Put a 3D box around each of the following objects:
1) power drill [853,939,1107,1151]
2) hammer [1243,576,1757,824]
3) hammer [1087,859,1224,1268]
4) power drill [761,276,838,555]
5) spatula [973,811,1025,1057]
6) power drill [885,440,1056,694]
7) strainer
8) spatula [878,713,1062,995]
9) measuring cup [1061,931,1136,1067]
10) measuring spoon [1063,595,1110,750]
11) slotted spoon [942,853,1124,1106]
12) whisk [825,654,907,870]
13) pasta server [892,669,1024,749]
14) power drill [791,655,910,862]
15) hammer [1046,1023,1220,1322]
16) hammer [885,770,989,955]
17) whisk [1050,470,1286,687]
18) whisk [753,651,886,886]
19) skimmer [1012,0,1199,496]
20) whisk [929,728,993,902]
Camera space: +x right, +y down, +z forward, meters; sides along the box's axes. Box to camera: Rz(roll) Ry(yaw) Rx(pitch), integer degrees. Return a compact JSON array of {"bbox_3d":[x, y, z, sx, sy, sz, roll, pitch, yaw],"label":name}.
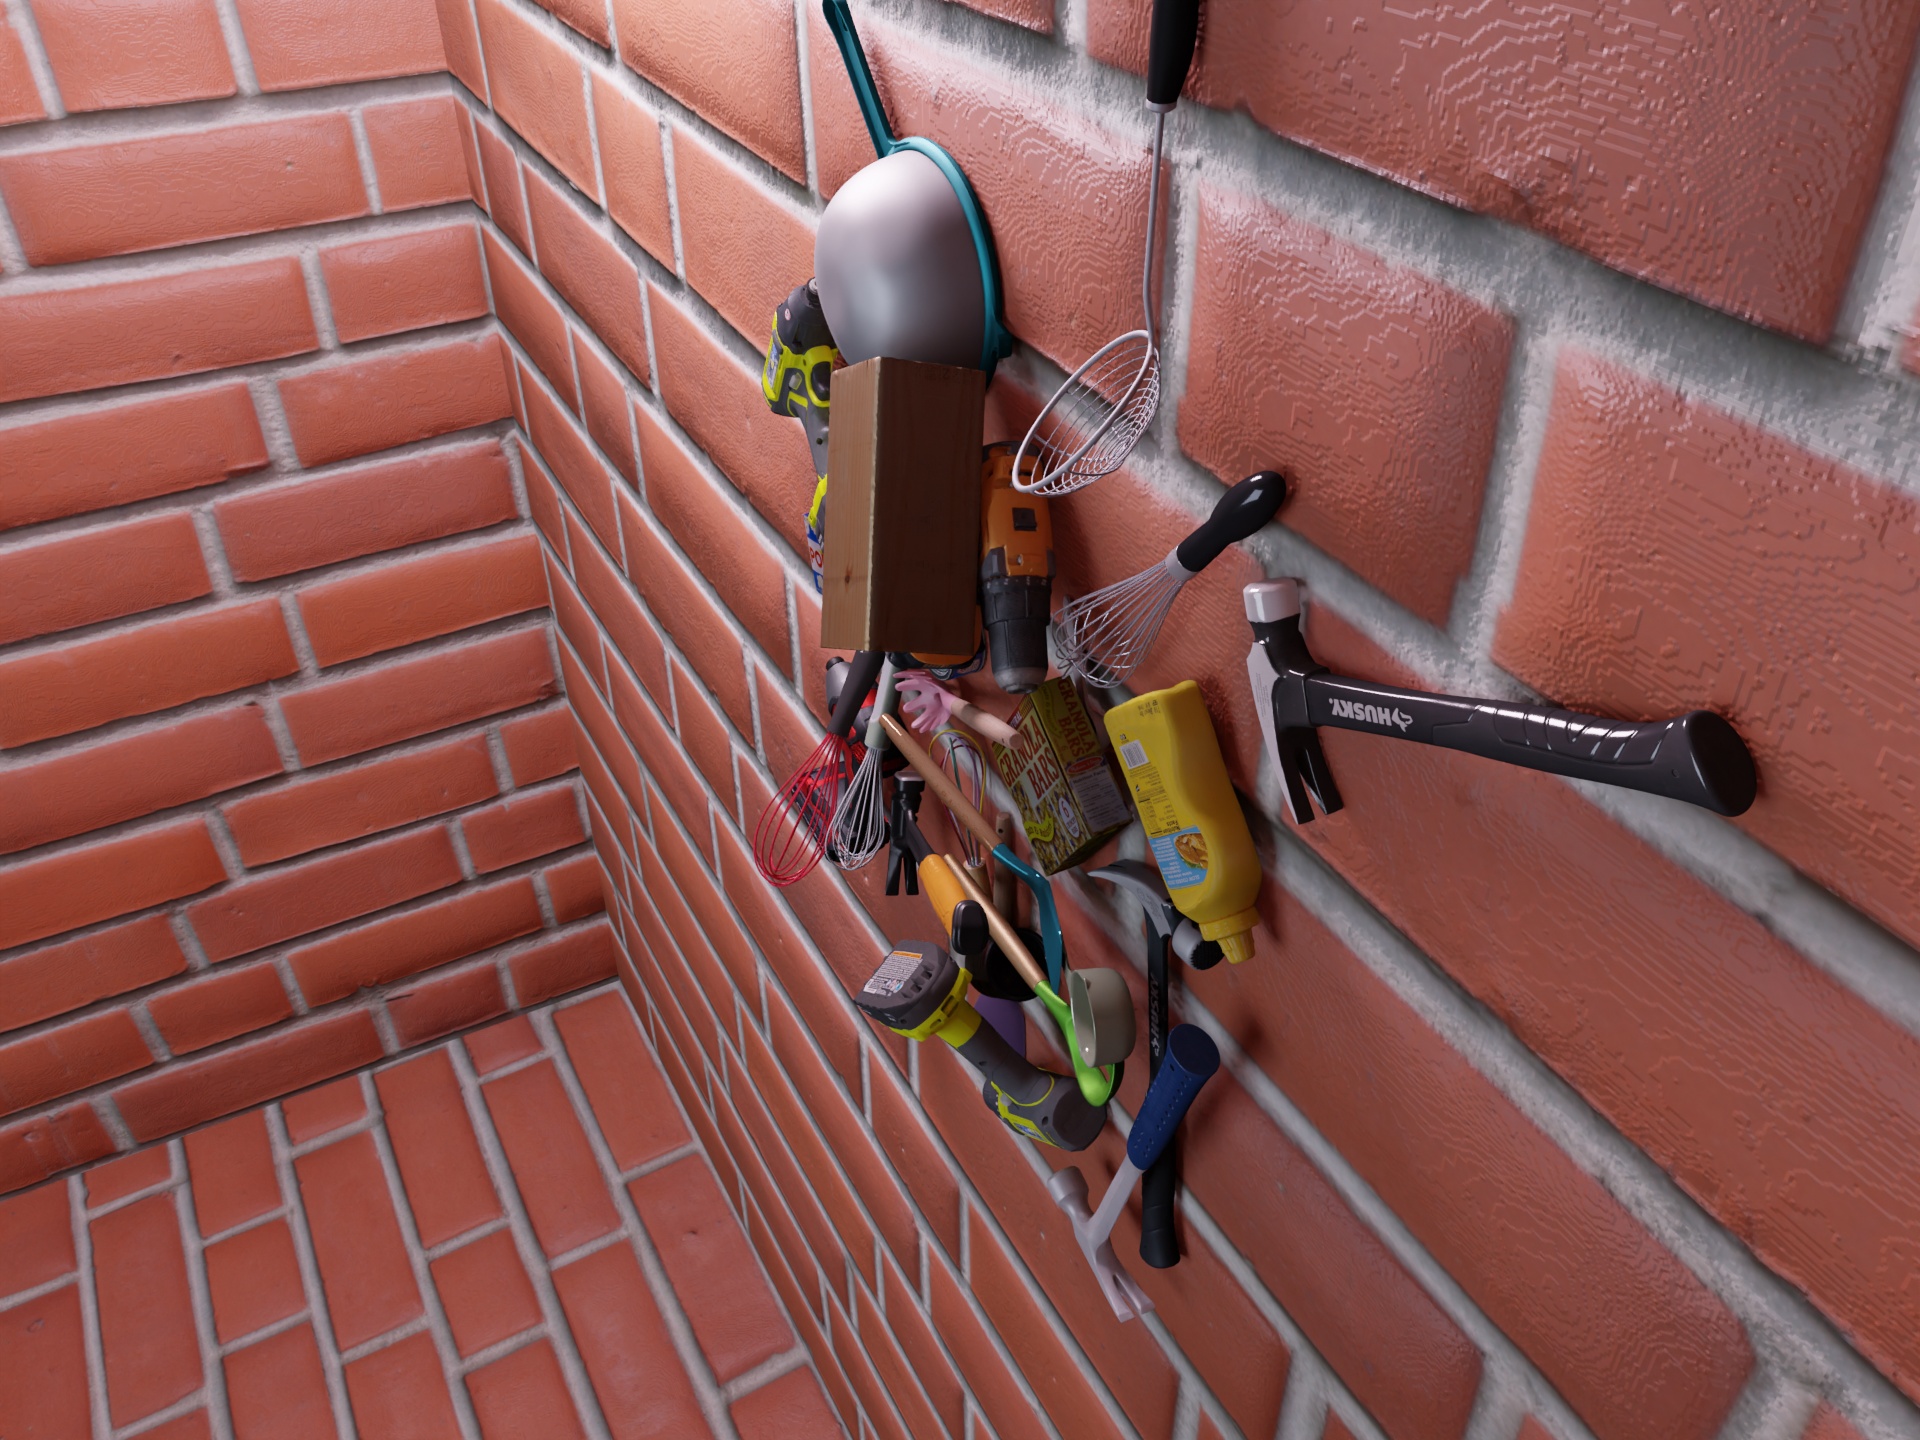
[{"bbox_3d":[0.014,0.307,1.484,0.228,0.080,0.190,44,161,-13],"label":"power drill"},{"bbox_3d":[0.263,0.007,0.831,0.335,0.035,0.146,17,121,63],"label":"hammer"},{"bbox_3d":[0.157,0.294,1.291,0.149,0.036,0.408,44,145,51],"label":"hammer"},{"bbox_3d":[-0.118,-0.278,1.456,0.171,0.080,0.223,120,131,-61],"label":"power drill"},{"bbox_3d":[0.038,0.218,1.521,0.060,0.018,0.315,15,126,22],"label":"spatula"},{"bbox_3d":[0.009,-0.096,1.246,0.226,0.084,0.185,152,115,-65],"label":"power drill"},{"bbox_3d":[-0.077,-0.399,1.241,0.211,0.095,0.340,-18,91,68],"label":"strainer"},{"bbox_3d":[0.009,0.099,1.382,0.318,0.044,0.082,48,153,33],"label":"spatula"},{"bbox_3d":[0.105,0.205,1.274,0.168,0.038,0.083,-106,13,-55],"label":"measuring cup"},{"bbox_3d":[0.098,-0.036,1.218,0.034,0.018,0.124,166,93,-76],"label":"measuring spoon"},{"bbox_3d":[0.059,0.212,1.378,0.314,0.031,0.070,50,132,45],"label":"slotted spoon"},{"bbox_3d":[-0.084,0.032,1.552,0.058,0.059,0.246,35,114,61],"label":"whisk"},{"bbox_3d":[-0.002,-0.004,1.358,0.316,0.040,0.060,-148,38,-74],"label":"pasta server"},{"bbox_3d":[-0.116,0.040,1.691,0.143,0.078,0.219,58,151,28],"label":"power drill"},{"bbox_3d":[0.144,0.358,1.277,0.405,0.035,0.144,101,146,-52],"label":"hammer"},{"bbox_3d":[-0.025,0.145,1.428,0.337,0.034,0.127,-133,45,-73],"label":"hammer"},{"bbox_3d":[0.131,-0.091,1.041,0.070,0.070,0.284,67,153,12],"label":"whisk"},{"bbox_3d":[-0.129,0.030,1.575,0.073,0.073,0.296,34,102,57],"label":"whisk"},{"bbox_3d":[0.084,-0.303,0.942,0.127,0.090,0.363,-84,-3,-55],"label":"skimmer"},{"bbox_3d":[0.013,0.116,1.493,0.051,0.047,0.244,-124,20,-61],"label":"whisk"}]
